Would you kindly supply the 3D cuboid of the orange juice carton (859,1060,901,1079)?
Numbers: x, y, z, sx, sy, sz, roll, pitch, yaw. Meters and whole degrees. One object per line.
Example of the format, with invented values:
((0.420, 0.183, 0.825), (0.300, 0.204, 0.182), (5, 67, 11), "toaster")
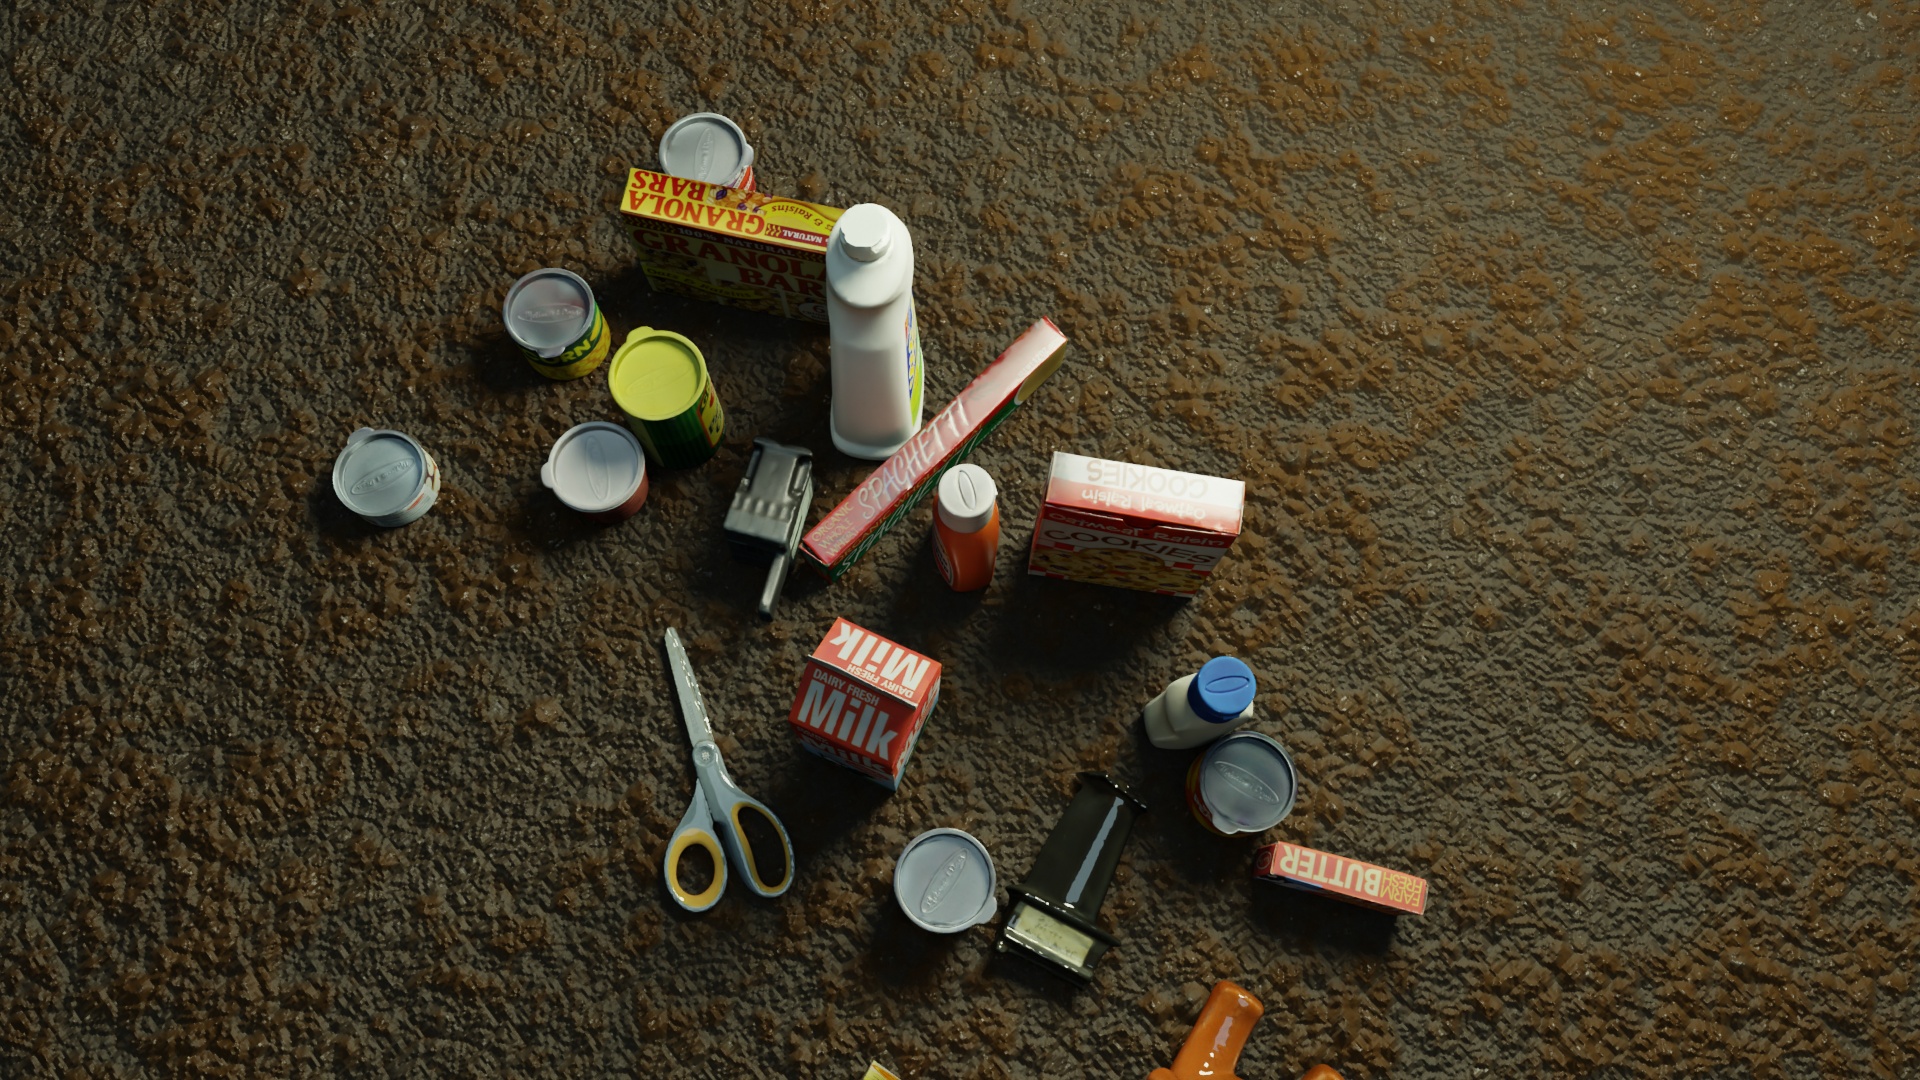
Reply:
((-0.046, 0.362, 0.809), (0.073, 0.192, 0.072), (33, 76, 8), "orange juice carton")

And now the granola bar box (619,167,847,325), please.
((-0.154, -0.209, 1.015), (0.166, 0.124, 0.039), (12, 74, 2), "granola bar box")

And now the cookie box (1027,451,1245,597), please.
((0.113, -0.006, 0.937), (0.123, 0.167, 0.040), (9, 74, 1), "cookie box")

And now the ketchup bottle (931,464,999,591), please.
((0.003, -0.012, 0.946), (0.043, 0.148, 0.065), (-15, 75, -5), "ketchup bottle")

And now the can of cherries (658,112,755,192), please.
((-0.192, -0.285, 1.071), (0.071, 0.058, 0.071), (0, 73, -1), "can of cherries")

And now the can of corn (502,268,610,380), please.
((-0.298, -0.157, 1.030), (0.071, 0.058, 0.071), (0, 73, -1), "can of corn")

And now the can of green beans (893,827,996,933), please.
((-0.011, 0.227, 0.921), (0.071, 0.057, 0.071), (0, 73, -1), "can of green beans")

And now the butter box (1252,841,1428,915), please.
((0.253, 0.227, 0.930), (0.103, 0.053, 0.024), (14, 74, 3), "butter box")

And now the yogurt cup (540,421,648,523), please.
((-0.257, -0.046, 1.000), (0.072, 0.053, 0.072), (0, 73, -1), "yogurt cup")

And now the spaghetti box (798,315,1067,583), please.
((-0.018, -0.066, 1.014), (0.029, 0.050, 0.251), (43, 77, 11), "spaghetti box")

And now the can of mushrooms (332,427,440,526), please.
((-0.416, -0.047, 1.007), (0.071, 0.033, 0.071), (0, 73, -1), "can of mushrooms")

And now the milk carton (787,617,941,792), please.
((-0.059, 0.106, 0.888), (0.072, 0.190, 0.073), (24, 75, 6), "milk carton")

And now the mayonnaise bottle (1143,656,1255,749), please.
((0.161, 0.108, 0.914), (0.065, 0.147, 0.041), (-10, 74, -4), "mayonnaise bottle")

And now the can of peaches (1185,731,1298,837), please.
((0.188, 0.169, 0.943), (0.071, 0.058, 0.071), (0, 73, -1), "can of peaches")

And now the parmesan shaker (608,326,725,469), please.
((-0.208, -0.101, 0.992), (0.071, 0.102, 0.071), (0, 74, -1), "parmesan shaker")
